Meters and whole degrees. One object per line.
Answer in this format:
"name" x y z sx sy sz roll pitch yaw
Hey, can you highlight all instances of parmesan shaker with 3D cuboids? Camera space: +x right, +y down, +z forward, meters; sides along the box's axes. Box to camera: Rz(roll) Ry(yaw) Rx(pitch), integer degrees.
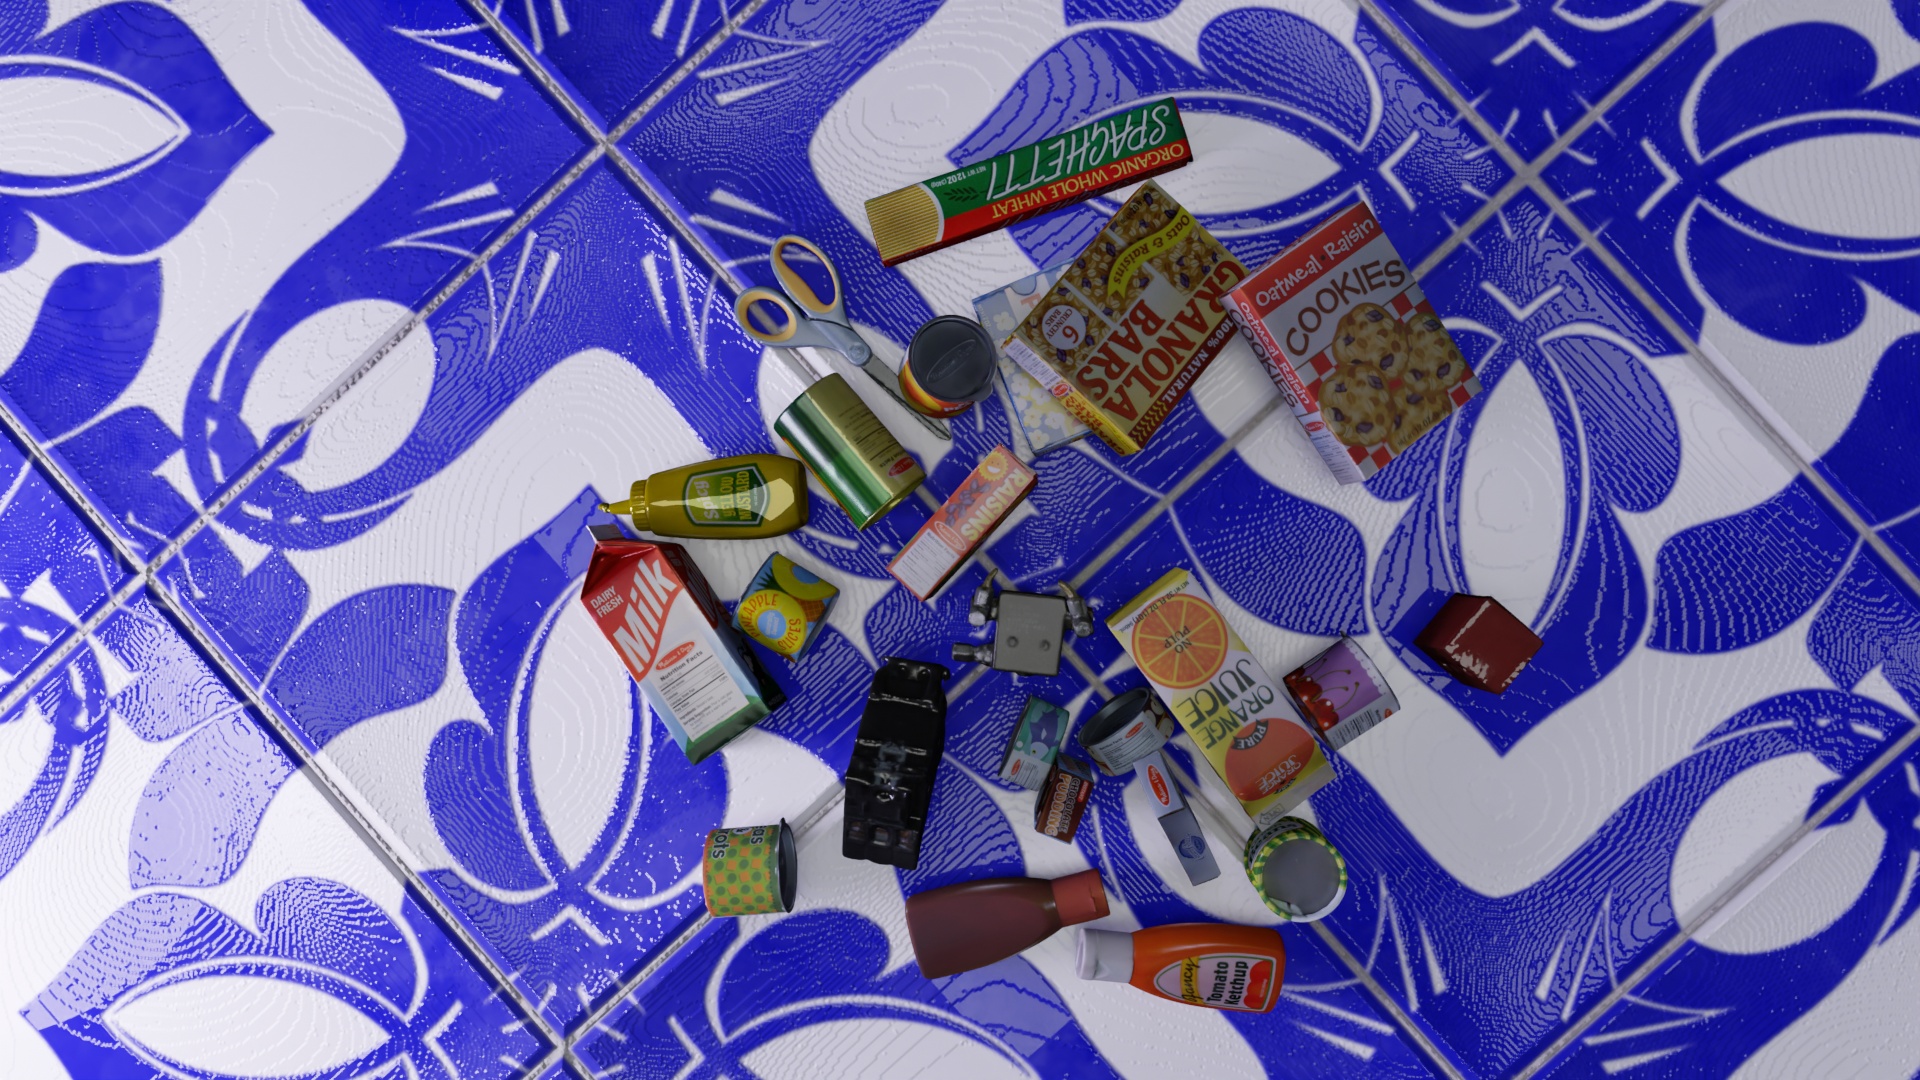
"parmesan shaker" -0.082 -0.067 1.042 0.071 0.071 0.103 -41 87 2

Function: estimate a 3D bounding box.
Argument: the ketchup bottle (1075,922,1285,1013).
"ketchup bottle" 0.161 0.312 1.028 0.149 0.044 0.064 6 112 -3

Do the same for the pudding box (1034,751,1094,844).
"pudding box" 0.075 0.188 1.022 0.030 0.084 0.049 21 91 2

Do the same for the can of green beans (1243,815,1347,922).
"can of green beans" 0.247 0.242 1.026 0.071 0.058 0.071 0 90 3

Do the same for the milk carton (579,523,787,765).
"milk carton" -0.217 0.066 1.044 0.073 0.072 0.190 -35 89 2

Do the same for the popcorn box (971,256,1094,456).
"popcorn box" 0.071 -0.137 1.047 0.085 0.038 0.126 -22 89 4

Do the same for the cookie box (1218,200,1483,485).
"cookie box" 0.284 -0.144 1.012 0.123 0.040 0.167 -36 95 -14

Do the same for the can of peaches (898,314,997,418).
"can of peaches" -0.009 -0.126 1.034 0.071 0.058 0.071 2 82 -11

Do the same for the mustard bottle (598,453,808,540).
"mustard bottle" -0.198 -0.029 1.055 0.160 0.049 0.065 -6 87 3

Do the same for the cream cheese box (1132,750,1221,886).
"cream cheese box" 0.157 0.202 1.006 0.024 0.053 0.103 -25 133 5

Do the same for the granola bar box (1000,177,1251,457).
"granola bar box" 0.129 -0.163 1.012 0.124 0.039 0.166 42 75 -7

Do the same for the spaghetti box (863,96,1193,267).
"spaghetti box" 0.051 -0.272 1.054 0.250 0.029 0.050 -18 90 3

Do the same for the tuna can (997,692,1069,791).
"tuna can" 0.055 0.149 1.034 0.033 0.071 0.071 22 91 2

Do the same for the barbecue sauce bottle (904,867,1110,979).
"barbecue sauce bottle" 0.036 0.282 1.044 0.148 0.044 0.064 -15 99 2

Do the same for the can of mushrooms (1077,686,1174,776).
"can of mushrooms" 0.123 0.141 1.029 0.071 0.071 0.033 -38 99 2

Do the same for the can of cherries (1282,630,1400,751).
"can of cherries" 0.278 0.111 1.023 0.058 0.071 0.071 -34 88 4

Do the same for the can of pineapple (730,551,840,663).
"can of pineapple" -0.131 0.051 1.041 0.058 0.071 0.071 30 92 2

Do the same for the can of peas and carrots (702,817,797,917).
"can of peas and carrots" -0.158 0.245 1.042 0.059 0.071 0.071 -5 90 4

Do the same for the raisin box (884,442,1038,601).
"raisin box" 0.004 -0.013 1.026 0.040 0.086 0.123 42 92 4

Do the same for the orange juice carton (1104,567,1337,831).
"orange juice carton" 0.192 0.117 1.022 0.072 0.073 0.192 -37 89 2
